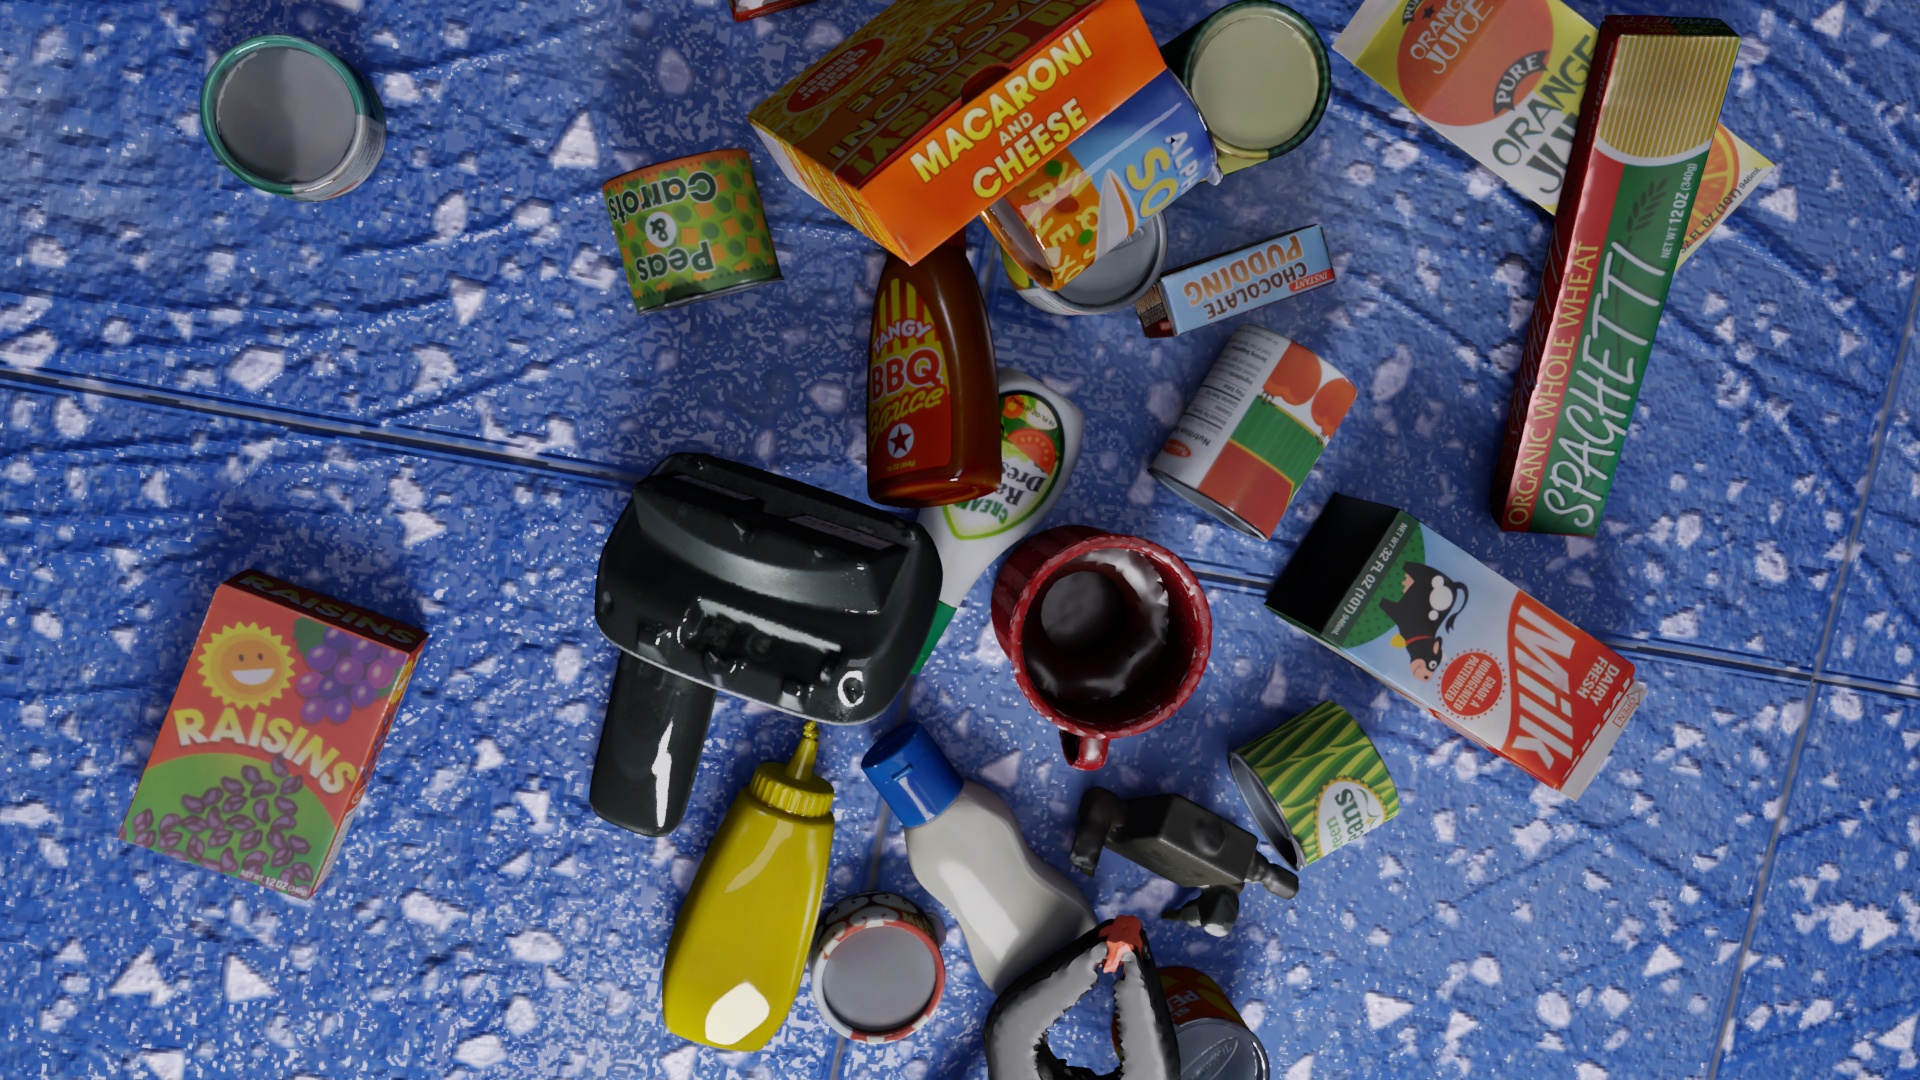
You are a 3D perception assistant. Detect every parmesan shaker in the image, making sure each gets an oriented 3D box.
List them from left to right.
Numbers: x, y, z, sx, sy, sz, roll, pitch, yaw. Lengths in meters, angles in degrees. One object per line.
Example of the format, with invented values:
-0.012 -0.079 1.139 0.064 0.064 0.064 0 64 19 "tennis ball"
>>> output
0.116 -0.194 0.617 0.071 0.103 0.071 -1 98 -10 "parmesan shaker"

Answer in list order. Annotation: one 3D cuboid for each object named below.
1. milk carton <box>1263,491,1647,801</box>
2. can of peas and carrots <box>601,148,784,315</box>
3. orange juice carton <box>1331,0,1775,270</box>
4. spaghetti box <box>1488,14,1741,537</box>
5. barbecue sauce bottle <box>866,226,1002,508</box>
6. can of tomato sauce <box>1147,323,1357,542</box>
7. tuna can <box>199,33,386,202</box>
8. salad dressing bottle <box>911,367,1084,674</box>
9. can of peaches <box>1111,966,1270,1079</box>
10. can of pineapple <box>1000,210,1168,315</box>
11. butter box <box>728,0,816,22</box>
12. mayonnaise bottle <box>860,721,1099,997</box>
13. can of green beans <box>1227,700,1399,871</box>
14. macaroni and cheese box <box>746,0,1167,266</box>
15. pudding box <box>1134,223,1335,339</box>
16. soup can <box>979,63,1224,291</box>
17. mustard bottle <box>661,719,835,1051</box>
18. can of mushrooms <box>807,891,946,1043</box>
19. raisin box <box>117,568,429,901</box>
0.256 0.057 0.691 0.190 0.073 0.072 32 92 -13 "milk carton"
-0.117 -0.133 0.602 0.071 0.071 0.058 -16 100 -7 "can of peas and carrots"
0.270 -0.206 0.647 0.192 0.073 0.071 30 117 -12 "orange juice carton"
0.295 -0.110 0.641 0.050 0.029 0.248 4 124 6 "spaghetti box"
-0.014 -0.091 0.621 0.044 0.064 0.148 9 75 -47 "barbecue sauce bottle"
0.140 -0.050 0.661 0.071 0.071 0.083 32 91 -12 "can of tomato sauce"
-0.283 -0.180 0.587 0.071 0.033 0.071 -2 99 -10 "tuna can"
0.002 -0.008 0.654 0.064 0.044 0.147 31 92 -1 "salad dressing bottle"
0.114 0.257 0.703 0.071 0.058 0.071 -1 99 -9 "can of peaches"
0.056 -0.138 0.637 0.071 0.058 0.071 -1 98 -10 "can of pineapple"
-0.090 -0.287 0.609 0.053 0.024 0.103 -19 101 -7 "butter box"
0.008 0.156 0.680 0.065 0.041 0.148 -34 101 4 "mayonnaise bottle"
0.175 0.121 0.690 0.058 0.071 0.071 -27 102 -5 "can of green beans"
-0.011 -0.181 0.563 0.124 0.167 0.040 -38 123 -2 "macaroni and cheese box"
0.127 -0.122 0.656 0.084 0.050 0.030 -19 99 -7 "pudding box"
0.054 -0.151 0.570 0.084 0.071 0.071 -38 102 -3 "soup can"
-0.092 0.159 0.659 0.065 0.049 0.160 19 94 -12 "mustard bottle"
-0.039 0.209 0.683 0.071 0.033 0.071 -1 98 -9 "can of mushrooms"
-0.303 0.085 0.618 0.086 0.040 0.123 23 95 -11 "raisin box"
